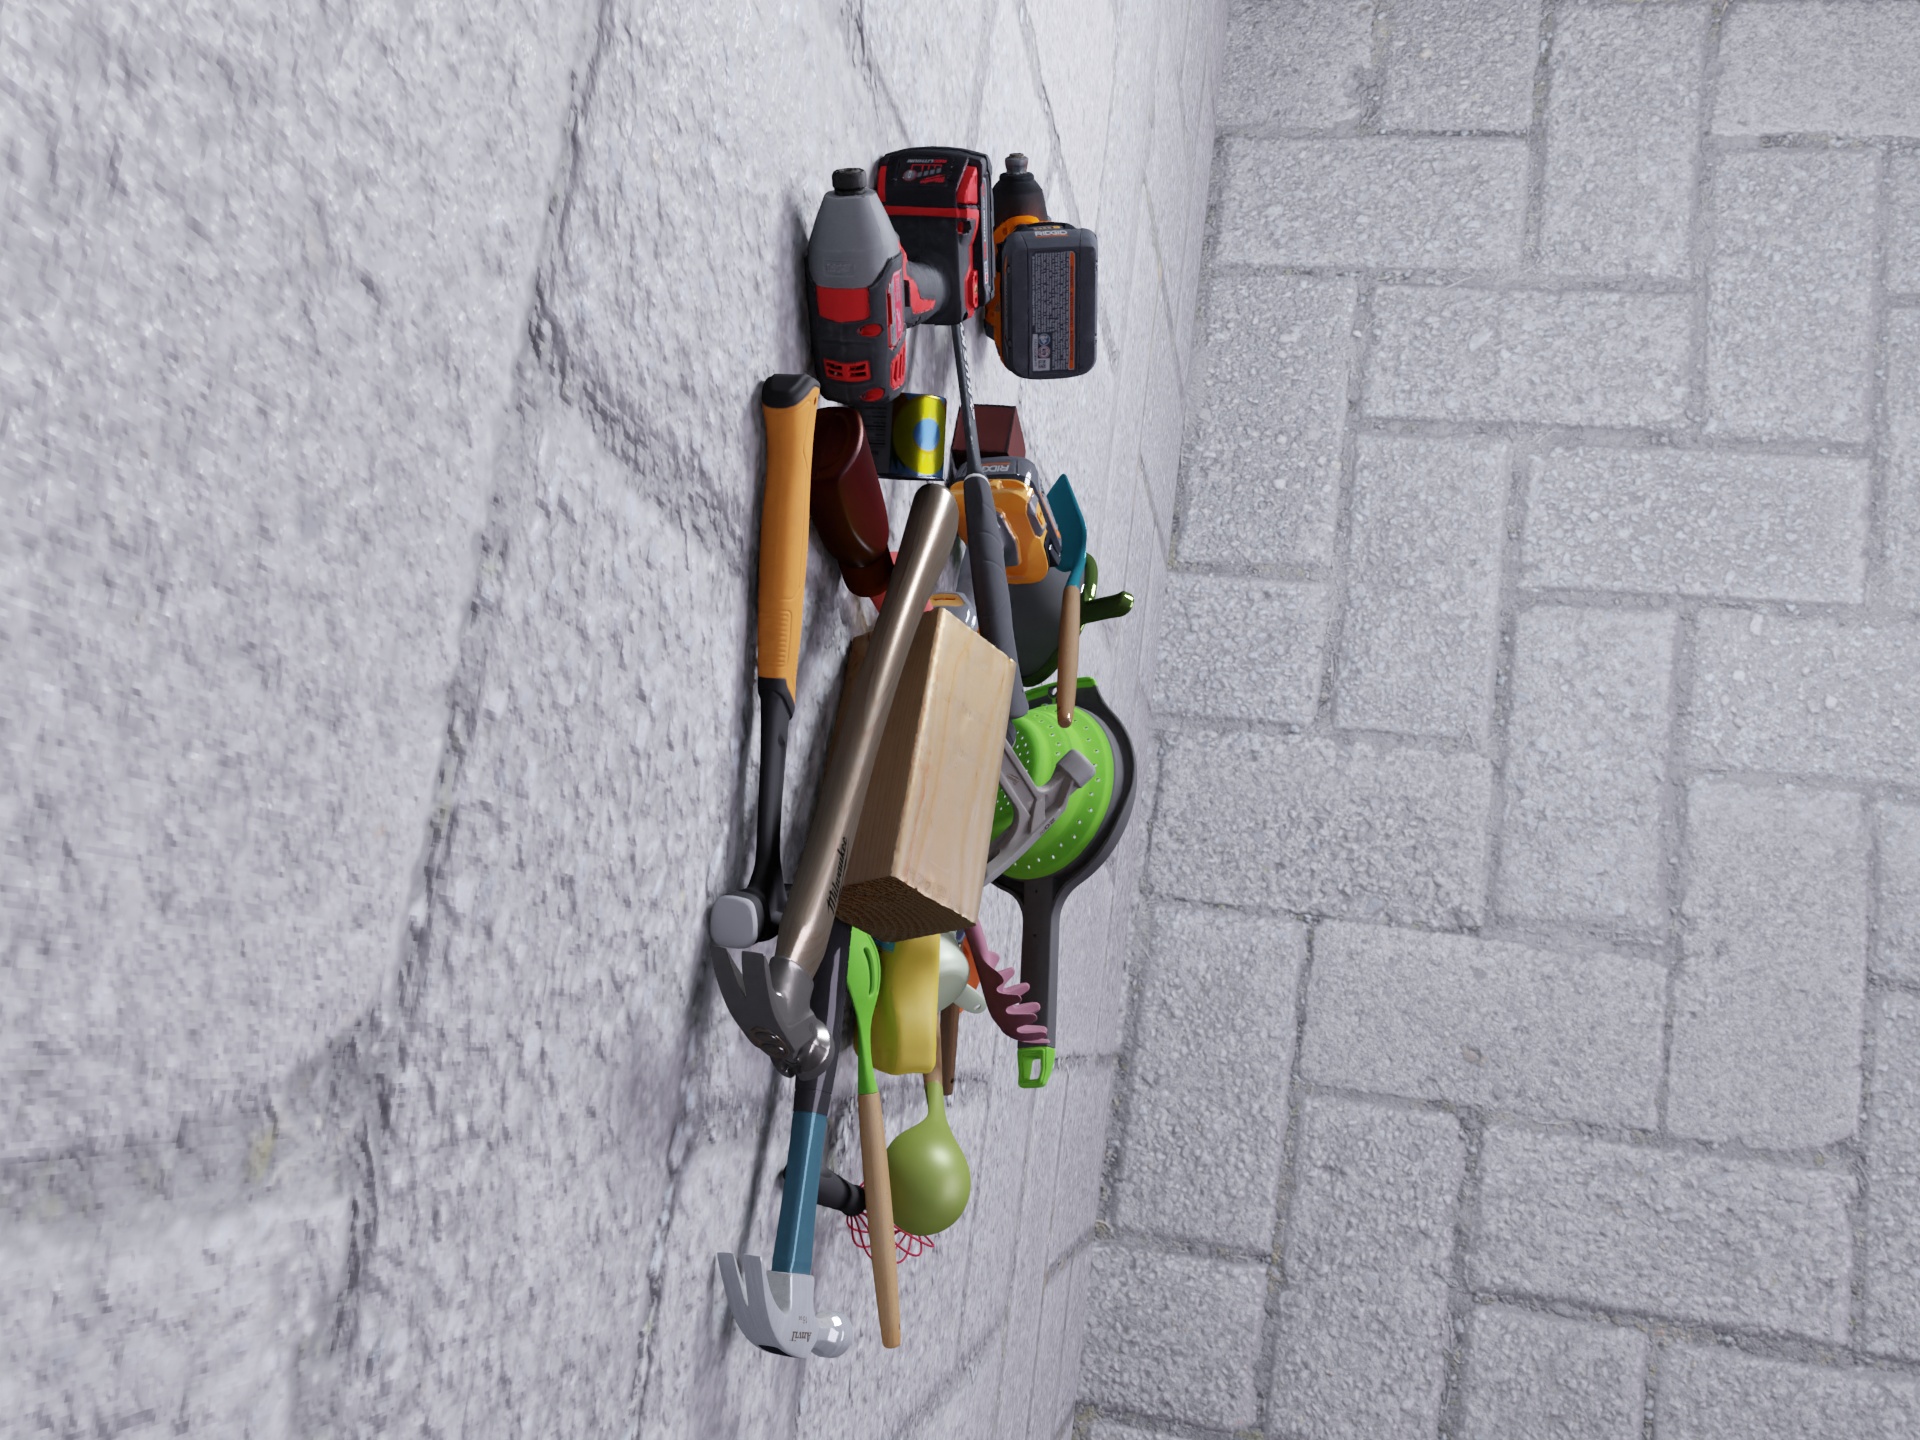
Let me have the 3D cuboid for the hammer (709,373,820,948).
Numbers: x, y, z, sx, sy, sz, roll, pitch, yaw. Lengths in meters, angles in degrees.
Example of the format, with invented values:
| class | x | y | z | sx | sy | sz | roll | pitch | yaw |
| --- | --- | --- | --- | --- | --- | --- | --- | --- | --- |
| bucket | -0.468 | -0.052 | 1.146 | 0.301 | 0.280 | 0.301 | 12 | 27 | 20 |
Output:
| class | x | y | z | sx | sy | sz | roll | pitch | yaw |
| --- | --- | --- | --- | --- | --- | --- | --- | --- | --- |
| hammer | -0.107 | -0.038 | 0.964 | 0.127 | 0.034 | 0.337 | -21 | 115 | -75 |

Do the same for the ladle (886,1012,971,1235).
| class | x | y | z | sx | sy | sz | roll | pitch | yaw |
| --- | --- | --- | --- | --- | --- | --- | --- | --- | --- |
| ladle | -0.032 | 0.294 | 1.311 | 0.062 | 0.078 | 0.320 | -44 | -160 | 16 |

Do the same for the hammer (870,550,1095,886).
| class | x | y | z | sx | sy | sz | roll | pitch | yaw |
| --- | --- | --- | --- | --- | --- | --- | --- | --- | --- |
| hammer | -0.002 | -0.004 | 1.275 | 0.149 | 0.037 | 0.358 | -44 | 139 | -9 |

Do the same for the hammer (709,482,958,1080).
| class | x | y | z | sx | sy | sz | roll | pitch | yaw |
| --- | --- | --- | --- | --- | --- | --- | --- | --- | --- |
| hammer | -0.065 | 0.007 | 0.999 | 0.146 | 0.038 | 0.411 | 73 | 27 | -54 |

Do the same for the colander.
| class | x | y | z | sx | sy | sz | roll | pitch | yaw |
| --- | --- | --- | --- | --- | --- | --- | --- | --- | --- |
| colander | 0.055 | 0.136 | 1.480 | 0.094 | 0.204 | 0.397 | 25 | 60 | -44 |

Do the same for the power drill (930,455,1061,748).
| class | x | y | z | sx | sy | sz | roll | pitch | yaw |
| --- | --- | --- | --- | --- | --- | --- | --- | --- | --- |
| power drill | 0.027 | -0.094 | 1.388 | 0.185 | 0.084 | 0.226 | 64 | 34 | -48 |

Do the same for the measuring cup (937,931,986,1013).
| class | x | y | z | sx | sy | sz | roll | pitch | yaw |
| --- | --- | --- | --- | --- | --- | --- | --- | --- | --- |
| measuring cup | -0.009 | 0.231 | 1.338 | 0.038 | 0.083 | 0.167 | 54 | 6 | 37 |

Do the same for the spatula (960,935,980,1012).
| class | x | y | z | sx | sy | sz | roll | pitch | yaw |
| --- | --- | --- | --- | --- | --- | --- | --- | --- | --- |
| spatula | -0.012 | 0.112 | 1.431 | 0.081 | 0.041 | 0.322 | -54 | 146 | -57 |

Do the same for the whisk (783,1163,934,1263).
| class | x | y | z | sx | sy | sz | roll | pitch | yaw |
| --- | --- | --- | --- | --- | --- | --- | --- | --- | --- |
| whisk | -0.077 | 0.371 | 1.220 | 0.295 | 0.073 | 0.073 | 58 | 38 | -61 |

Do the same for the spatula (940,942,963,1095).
| class | x | y | z | sx | sy | sz | roll | pitch | yaw |
| --- | --- | --- | --- | --- | --- | --- | --- | --- | --- |
| spatula | -0.004 | 0.182 | 1.419 | 0.059 | 0.018 | 0.316 | -8 | 103 | -54 |

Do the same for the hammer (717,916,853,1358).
| class | x | y | z | sx | sy | sz | roll | pitch | yaw |
| --- | --- | --- | --- | --- | --- | --- | --- | --- | --- |
| hammer | -0.099 | 0.251 | 1.071 | 0.128 | 0.033 | 0.331 | 37 | 53 | -55 |

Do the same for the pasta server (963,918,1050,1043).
| class | x | y | z | sx | sy | sz | roll | pitch | yaw |
| --- | --- | --- | --- | --- | --- | --- | --- | --- | --- |
| pasta server | 0.003 | 0.129 | 1.290 | 0.060 | 0.040 | 0.316 | -102 | 172 | -74 |

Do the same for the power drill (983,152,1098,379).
| class | x | y | z | sx | sy | sz | roll | pitch | yaw |
| --- | --- | --- | --- | --- | --- | --- | --- | --- | --- |
| power drill | 0.060 | -0.391 | 1.365 | 0.227 | 0.084 | 0.164 | -105 | -168 | -63 |

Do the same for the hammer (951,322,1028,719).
| class | x | y | z | sx | sy | sz | roll | pitch | yaw |
| --- | --- | --- | --- | --- | --- | --- | --- | --- | --- |
| hammer | 0.011 | -0.199 | 1.224 | 0.149 | 0.036 | 0.409 | 23 | 58 | -74 |

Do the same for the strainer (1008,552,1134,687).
| class | x | y | z | sx | sy | sz | roll | pitch | yaw |
| --- | --- | --- | --- | --- | --- | --- | --- | --- | --- |
| strainer | 0.089 | -0.114 | 1.559 | 0.151 | 0.069 | 0.256 | -68 | -163 | -8 |

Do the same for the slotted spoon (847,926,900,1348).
| class | x | y | z | sx | sy | sz | roll | pitch | yaw |
| --- | --- | --- | --- | --- | --- | --- | --- | --- | --- |
| slotted spoon | -0.064 | 0.297 | 1.158 | 0.070 | 0.031 | 0.314 | 18 | 67 | -82 |

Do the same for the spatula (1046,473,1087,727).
| class | x | y | z | sx | sy | sz | roll | pitch | yaw |
| --- | --- | --- | --- | --- | --- | --- | --- | --- | --- |
| spatula | 0.089 | -0.104 | 1.444 | 0.318 | 0.044 | 0.082 | -84 | -160 | -49 |

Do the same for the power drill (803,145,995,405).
| class | x | y | z | sx | sy | sz | roll | pitch | yaw |
| --- | --- | --- | --- | --- | --- | --- | --- | --- | --- |
| power drill | -0.043 | -0.309 | 1.058 | 0.220 | 0.078 | 0.143 | -60 | 152 | -56 |
